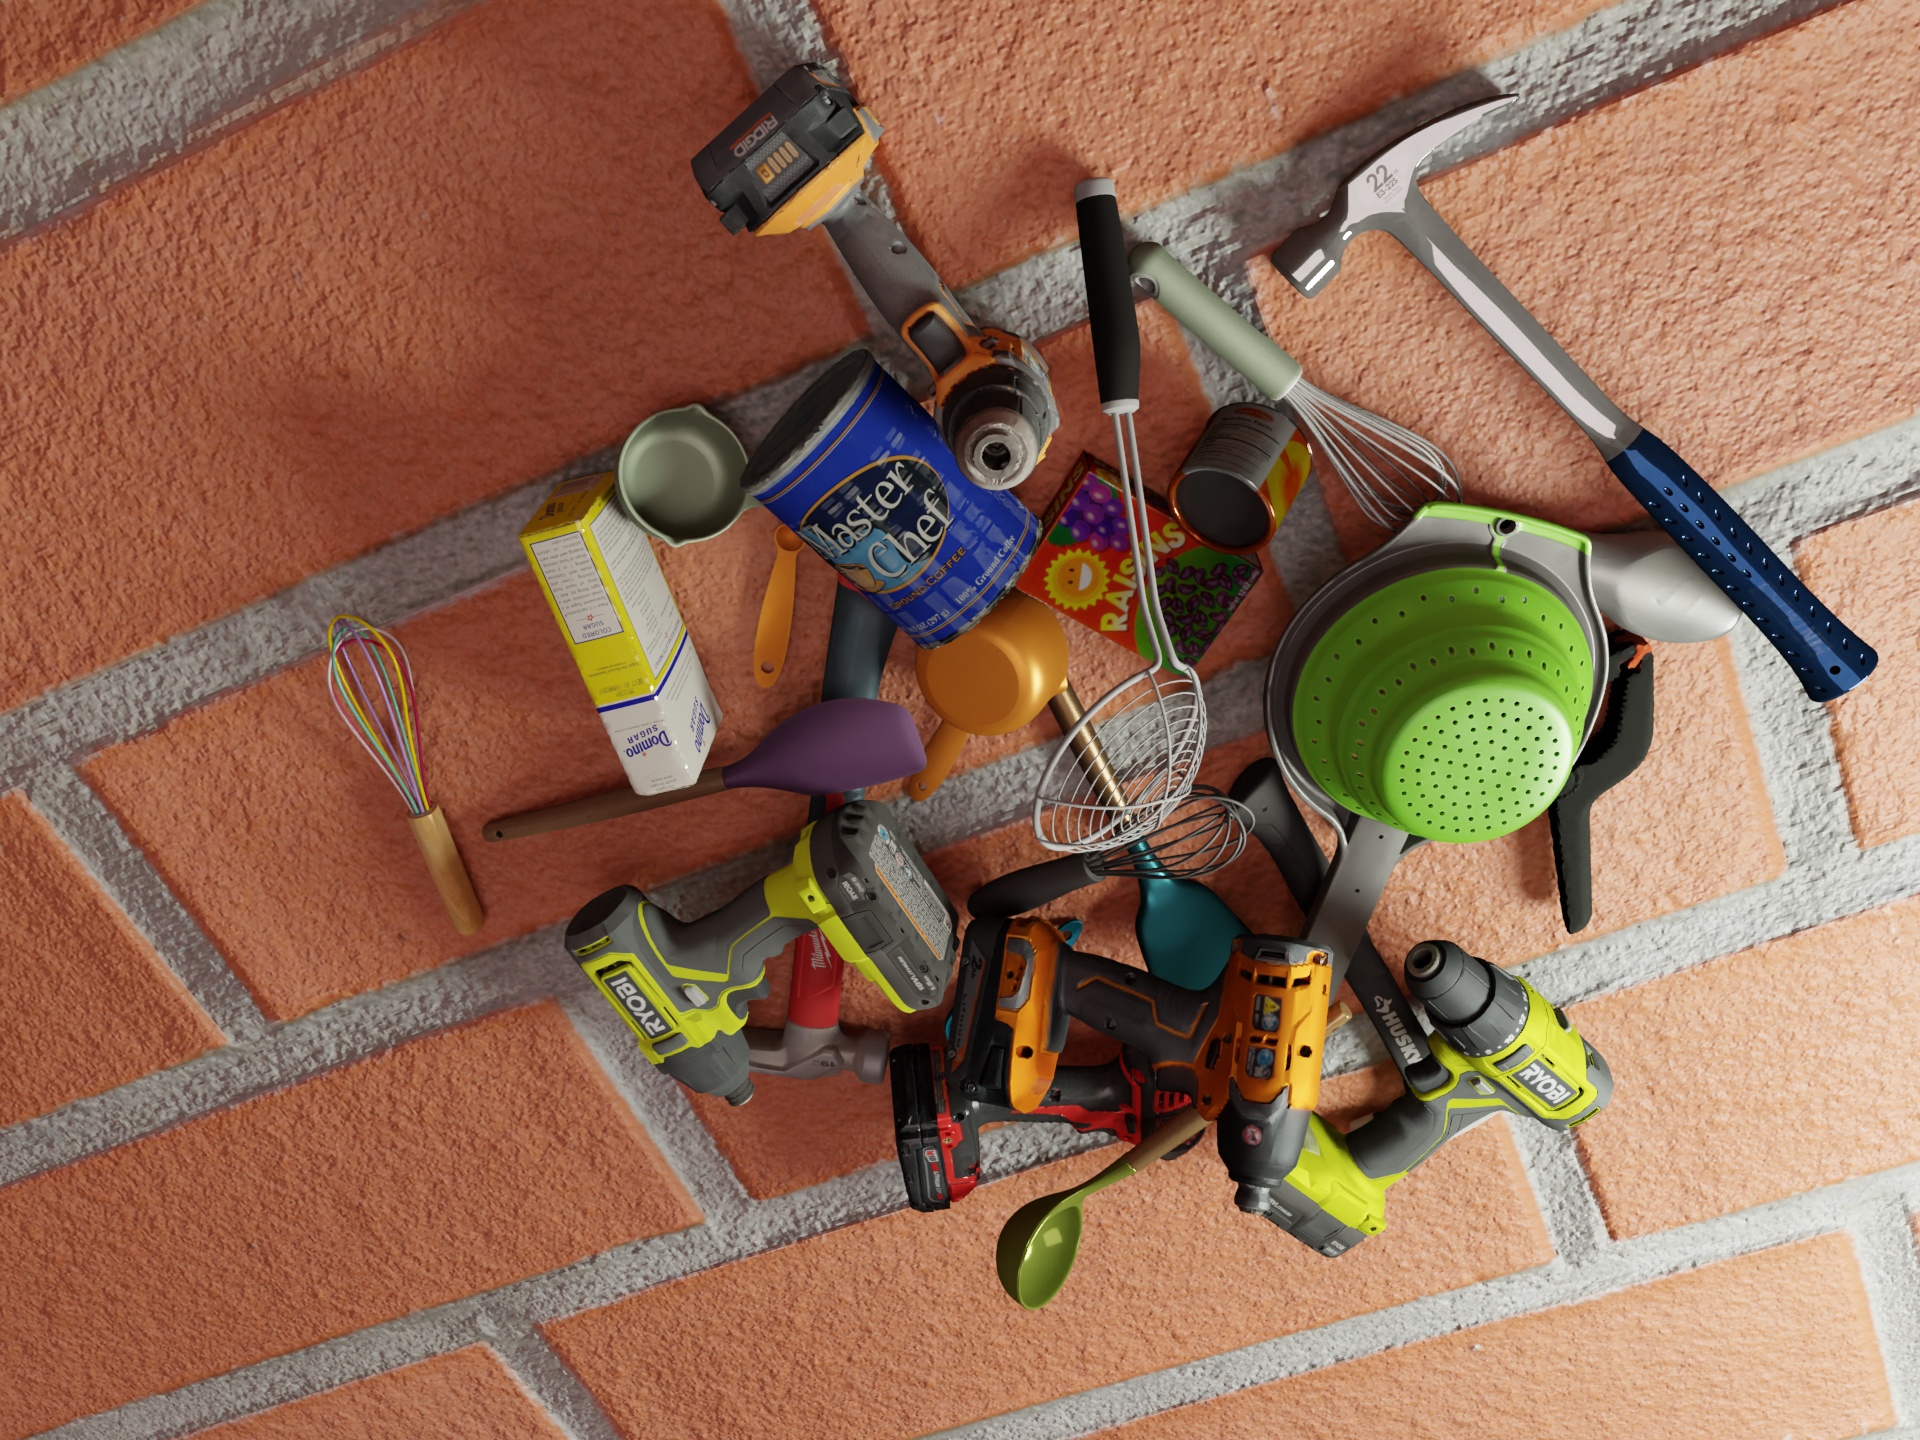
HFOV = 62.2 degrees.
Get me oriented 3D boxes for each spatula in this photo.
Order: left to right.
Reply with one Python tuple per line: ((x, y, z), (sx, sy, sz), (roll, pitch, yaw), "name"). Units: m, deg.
((-0.171, 0.039, 1.009), (0.316, 0.018, 0.059), (-14, 107, 19), "spatula")
((0.102, 0.051, 1.019), (0.082, 0.044, 0.317), (-29, 112, -1), "spatula")

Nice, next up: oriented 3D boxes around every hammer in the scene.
((-0.099, 0.075, 1.041), (0.143, 0.038, 0.386), (8, 117, -1), "hammer")
((0.274, 0.159, 1.076), (0.146, 0.035, 0.334), (-27, 113, 15), "hammer")
((0.363, -0.164, 0.875), (0.405, 0.035, 0.144), (42, 110, -9), "hammer")

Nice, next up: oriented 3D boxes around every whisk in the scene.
((-0.354, 0.041, 1.029), (0.047, 0.051, 0.244), (-11, 120, 1), "whisk")
((0.086, 0.091, 0.998), (0.055, 0.055, 0.239), (45, 137, -19), "whisk")
((0.190, -0.186, 0.897), (0.246, 0.058, 0.059), (37, 78, -13), "whisk")

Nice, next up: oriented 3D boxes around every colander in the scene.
((0.265, 0.071, 0.951), (0.204, 0.095, 0.396), (11, 119, -8), "colander")

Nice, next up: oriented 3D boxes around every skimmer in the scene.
((0.073, -0.108, 0.882), (0.090, 0.127, 0.363), (-6, 93, 43), "skimmer")

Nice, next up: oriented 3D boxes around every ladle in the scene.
((0.140, 0.289, 1.053), (0.320, 0.062, 0.078), (-43, 153, 24), "ladle")

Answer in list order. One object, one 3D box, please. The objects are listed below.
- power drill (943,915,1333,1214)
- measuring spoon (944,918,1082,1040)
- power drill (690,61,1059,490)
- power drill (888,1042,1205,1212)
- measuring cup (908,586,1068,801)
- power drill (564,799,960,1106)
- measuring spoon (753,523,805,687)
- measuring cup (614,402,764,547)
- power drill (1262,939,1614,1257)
((0.109, 0.207, 0.986), (0.226, 0.084, 0.164), (4, 77, 23), "power drill")
((0.037, 0.179, 1.106), (0.042, 0.021, 0.128), (37, 104, -27), "measuring spoon")
((-0.032, -0.216, 0.808), (0.084, 0.185, 0.226), (-37, 108, 16), "power drill")
((0.066, 0.275, 1.113), (0.219, 0.079, 0.143), (-8, 136, 0), "power drill")
((-0.002, -0.003, 0.980), (0.095, 0.052, 0.173), (33, 122, 5), "measuring cup")
((-0.120, 0.156, 1.023), (0.223, 0.080, 0.171), (-25, 112, 21), "power drill")
((-0.112, -0.071, 0.983), (0.021, 0.011, 0.116), (13, 121, -2), "measuring spoon")
((-0.121, -0.133, 0.935), (0.167, 0.038, 0.083), (9, 89, -24), "measuring cup")
((0.287, 0.244, 1.043), (0.228, 0.080, 0.190), (-40, 122, 20), "power drill")
